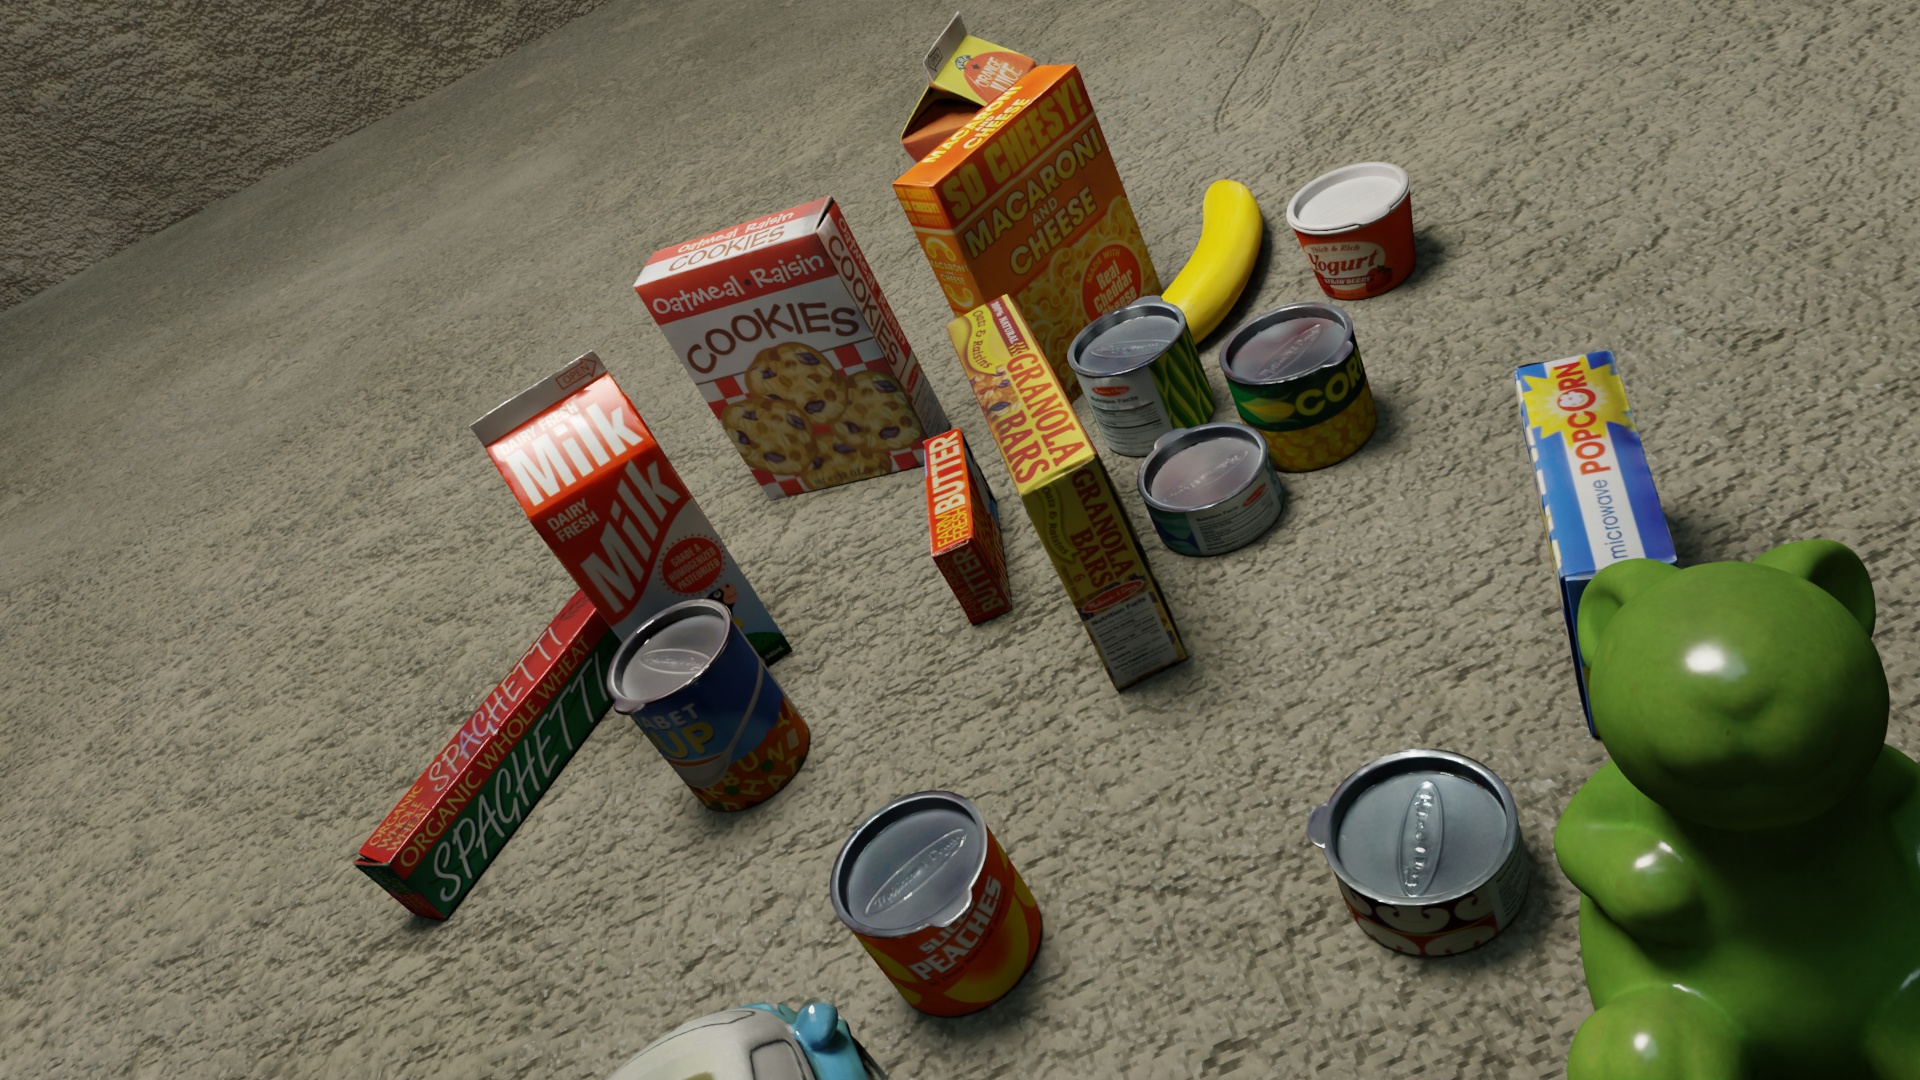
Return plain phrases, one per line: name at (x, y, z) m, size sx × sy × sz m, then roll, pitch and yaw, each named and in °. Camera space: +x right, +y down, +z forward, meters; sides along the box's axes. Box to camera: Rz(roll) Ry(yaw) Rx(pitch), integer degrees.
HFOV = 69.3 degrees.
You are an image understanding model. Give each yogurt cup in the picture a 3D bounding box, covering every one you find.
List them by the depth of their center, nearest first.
yogurt cup at (0.224, -0.173, 0.785) m, size 0.072 × 0.053 × 0.073 m, roll -18°, pitch 36°, yaw 14°

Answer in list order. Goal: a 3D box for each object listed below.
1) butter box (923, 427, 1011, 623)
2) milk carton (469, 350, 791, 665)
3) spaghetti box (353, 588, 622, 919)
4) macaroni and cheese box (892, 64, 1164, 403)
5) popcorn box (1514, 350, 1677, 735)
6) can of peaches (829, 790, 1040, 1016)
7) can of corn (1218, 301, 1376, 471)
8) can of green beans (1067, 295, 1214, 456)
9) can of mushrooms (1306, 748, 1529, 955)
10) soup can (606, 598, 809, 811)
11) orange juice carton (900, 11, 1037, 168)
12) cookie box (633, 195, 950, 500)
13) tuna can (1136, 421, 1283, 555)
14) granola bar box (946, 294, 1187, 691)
butter box at (0.003, -0.009, 0.728) m, size 0.024 × 0.053 × 0.104 m, roll -21°, pitch 35°, yaw 11°
milk carton at (-0.169, -0.005, 0.720) m, size 0.072 × 0.189 × 0.073 m, roll -34°, pitch 35°, yaw -8°
spaghetti box at (-0.225, 0.089, 0.761) m, size 0.028 × 0.050 × 0.251 m, roll 1°, pitch 44°, yaw 36°
macaroni and cheese box at (0.045, -0.168, 0.802) m, size 0.124 × 0.165 × 0.040 m, roll -45°, pitch 38°, yaw -22°
popcorn box at (0.243, -0.001, 0.527) m, size 0.038 × 0.085 × 0.127 m, roll -12°, pitch 38°, yaw 22°
can of peaches at (-0.008, 0.142, 0.539) m, size 0.071 × 0.058 × 0.071 m, roll -18°, pitch 36°, yaw 14°
can of corn at (0.171, -0.076, 0.694) m, size 0.071 × 0.058 × 0.071 m, roll -18°, pitch 36°, yaw 14°
can of green beans at (0.100, -0.088, 0.758) m, size 0.071 × 0.057 × 0.071 m, roll -18°, pitch 36°, yaw 14°
can of mushrooms at (0.161, 0.109, 0.488) m, size 0.071 × 0.033 × 0.071 m, roll -18°, pitch 36°, yaw 14°
soup can at (-0.122, 0.082, 0.670) m, size 0.071 × 0.083 × 0.072 m, roll -18°, pitch 36°, yaw 14°
orange juice carton at (0.026, -0.227, 0.867) m, size 0.073 × 0.192 × 0.072 m, roll -6°, pitch 41°, yaw 29°
cookie box at (-0.096, -0.108, 0.821) m, size 0.123 × 0.166 × 0.040 m, roll -11°, pitch 38°, yaw 23°
tuna can at (0.122, -0.027, 0.687) m, size 0.071 × 0.032 × 0.071 m, roll -18°, pitch 36°, yaw 14°
granola bar box at (0.048, -0.028, 0.659) m, size 0.039 × 0.123 × 0.166 m, roll -26°, pitch 35°, yaw 4°
